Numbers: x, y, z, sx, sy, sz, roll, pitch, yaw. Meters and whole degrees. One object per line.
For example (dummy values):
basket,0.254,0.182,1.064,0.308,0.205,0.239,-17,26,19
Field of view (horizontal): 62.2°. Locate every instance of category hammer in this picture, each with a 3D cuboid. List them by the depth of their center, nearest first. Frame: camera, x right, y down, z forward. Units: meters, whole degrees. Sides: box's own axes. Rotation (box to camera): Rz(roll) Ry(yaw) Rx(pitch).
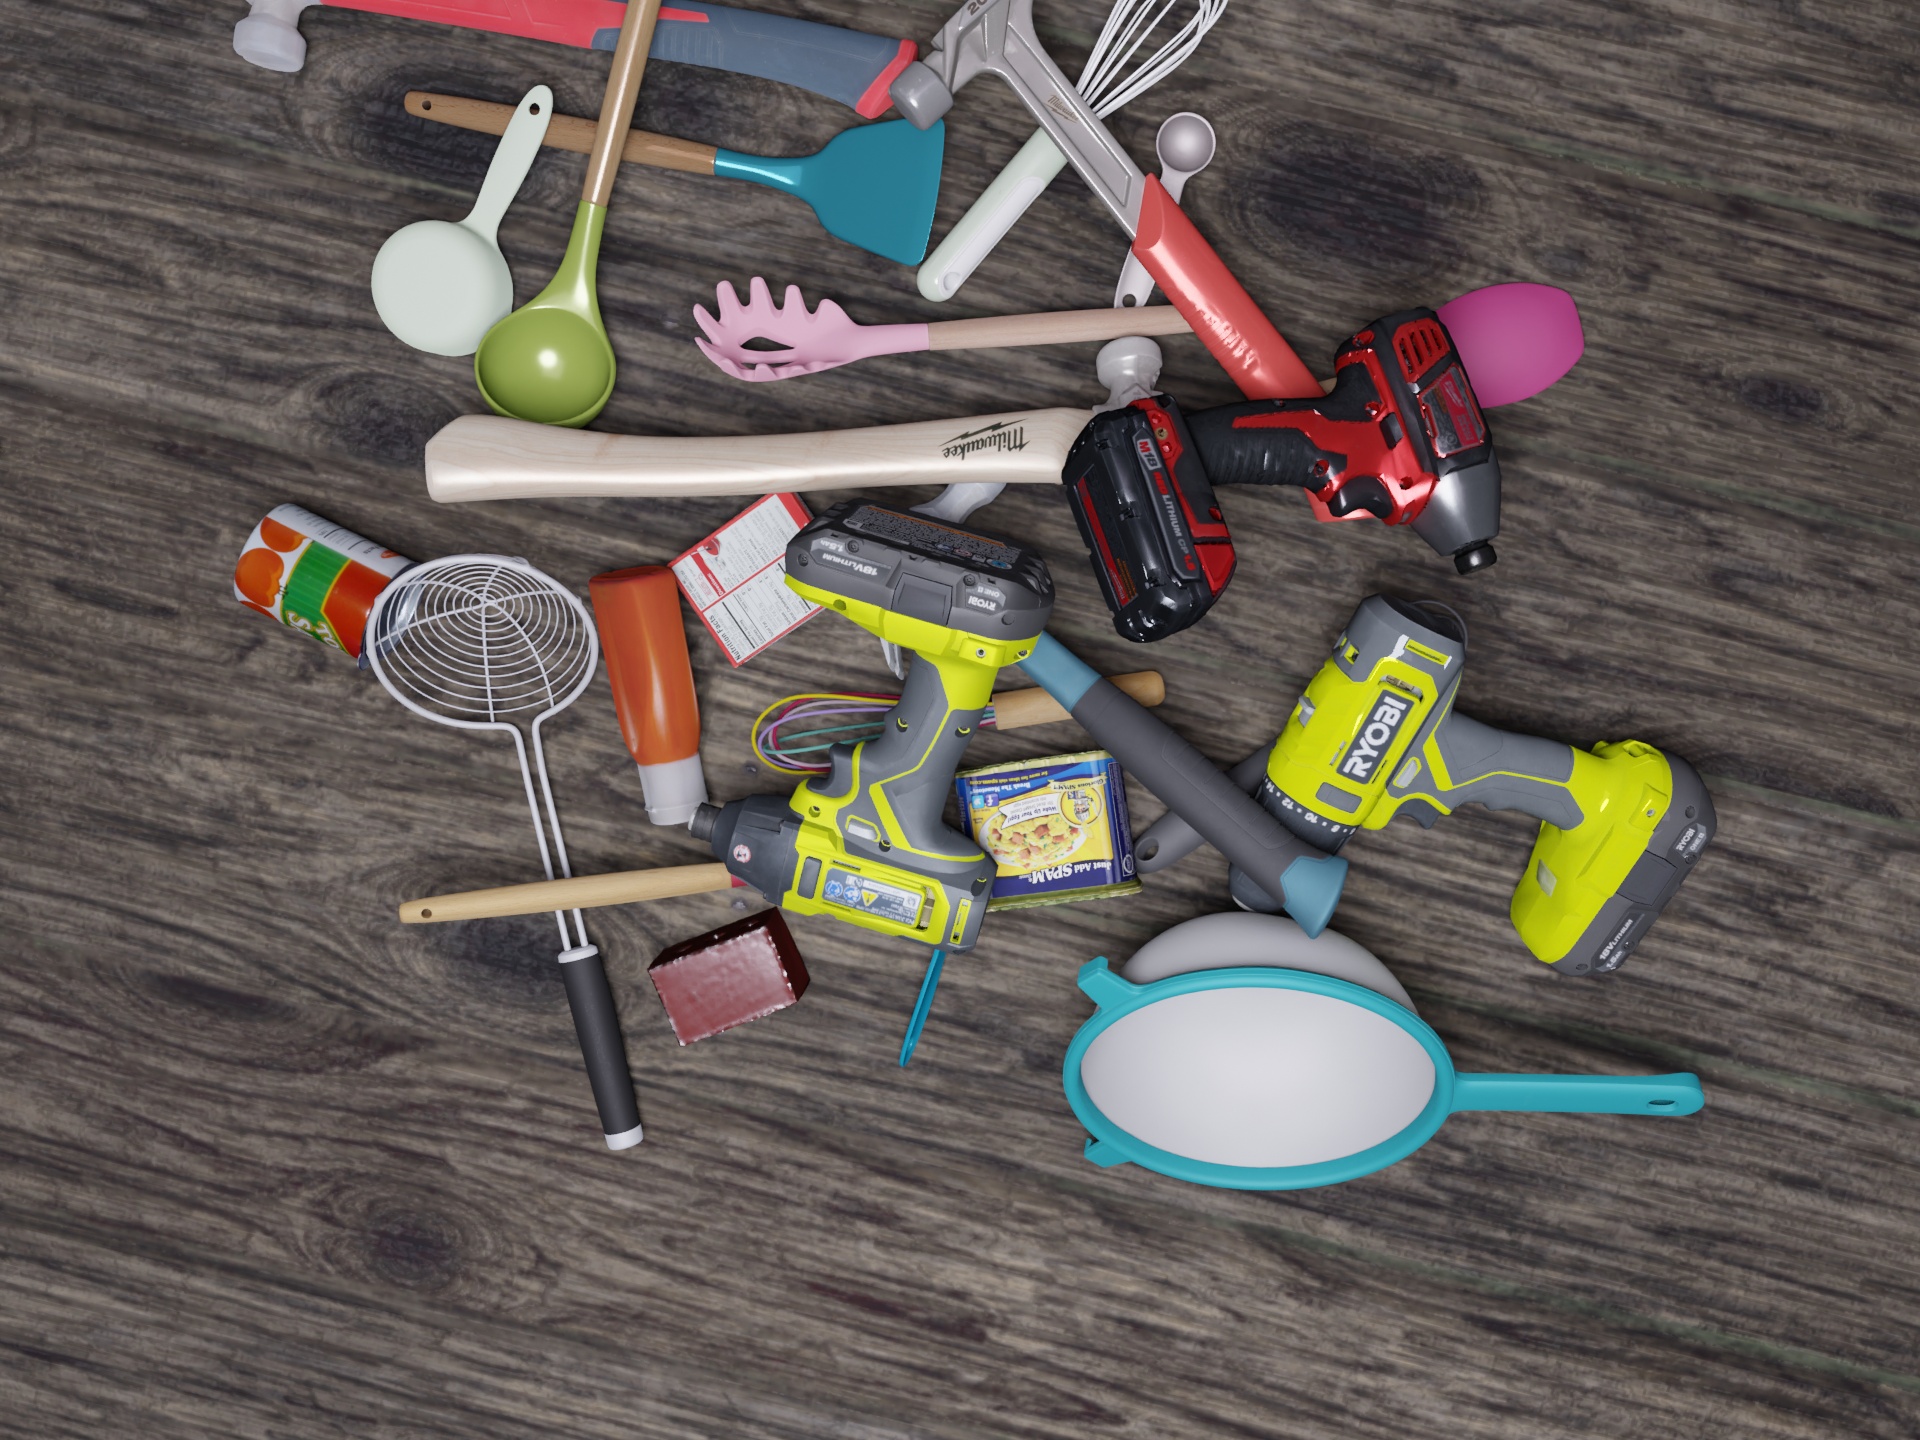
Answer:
hammer,-0.083,-0.136,0.878,0.410,0.038,0.146,-3,69,-5
hammer,0.130,-0.258,0.879,0.149,0.037,0.359,-41,101,2
hammer,0.081,-0.006,0.880,0.331,0.033,0.128,42,89,18
hammer,-0.214,-0.419,0.908,0.386,0.038,0.143,10,93,1

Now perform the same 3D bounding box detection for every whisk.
whisk,0.061,-0.336,0.905,0.246,0.057,0.059,-48,58,9
whisk,0.194,0.013,0.931,0.239,0.055,0.055,-38,93,8
whisk,-0.002,-0.005,0.935,0.245,0.051,0.047,-8,89,-1

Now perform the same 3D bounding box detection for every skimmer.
skimmer,-0.244,0.084,0.923,0.127,0.090,0.363,-13,94,-1

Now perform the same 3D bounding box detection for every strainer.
strainer,0.229,0.173,0.892,0.340,0.095,0.210,0,135,7

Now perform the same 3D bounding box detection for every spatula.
spatula,-0.167,-0.328,0.911,0.317,0.044,0.082,11,104,2

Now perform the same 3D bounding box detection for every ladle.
ladle,-0.199,-0.313,0.881,0.078,0.062,0.320,17,105,-7
ladle,-0.159,0.090,0.917,0.315,0.031,0.069,-6,104,-11

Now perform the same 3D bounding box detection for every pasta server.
pasta server,0.009,-0.226,0.909,0.316,0.040,0.060,-4,68,-3

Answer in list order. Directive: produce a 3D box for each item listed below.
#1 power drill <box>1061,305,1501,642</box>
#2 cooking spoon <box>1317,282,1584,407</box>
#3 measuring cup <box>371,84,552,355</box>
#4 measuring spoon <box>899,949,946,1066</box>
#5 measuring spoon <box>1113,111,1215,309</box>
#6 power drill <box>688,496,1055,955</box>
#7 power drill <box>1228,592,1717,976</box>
power drill,0.177,-0.121,0.831,0.219,0.078,0.143,-19,84,-13
cooking spoon,0.206,-0.188,0.926,0.319,0.017,0.069,-16,93,2
measuring cup,-0.279,-0.287,0.908,0.083,0.038,0.167,32,104,0
measuring spoon,-0.024,0.147,0.955,0.021,0.042,0.128,21,103,18
measuring spoon,0.114,-0.290,0.925,0.034,0.018,0.124,19,102,-5
power drill,-0.048,0.004,0.848,0.171,0.080,0.223,16,112,4
power drill,0.277,0.055,0.891,0.228,0.080,0.190,22,110,-10
